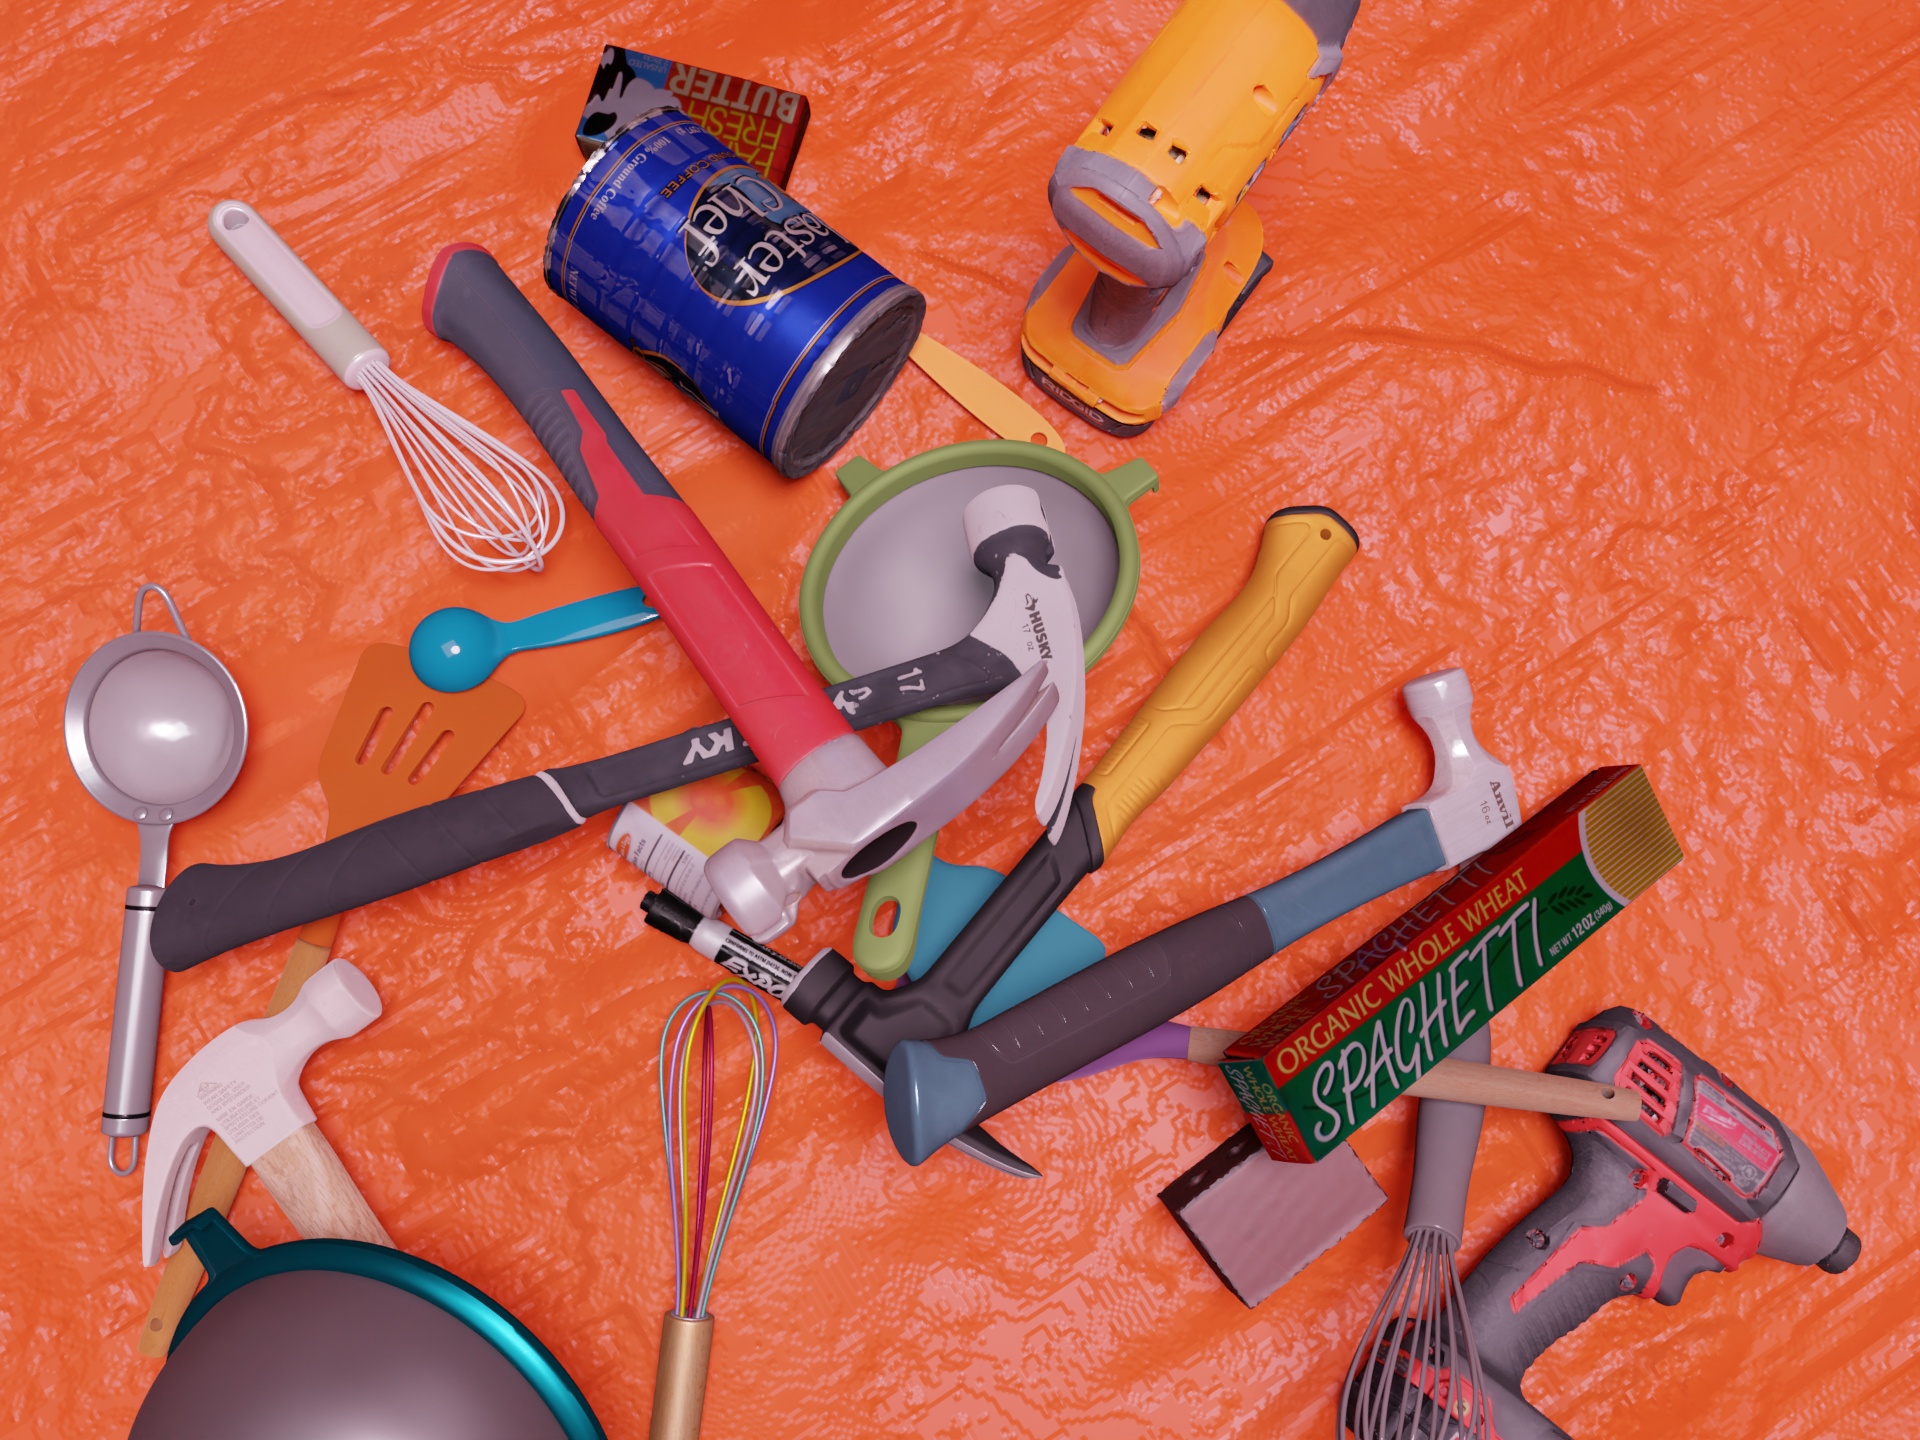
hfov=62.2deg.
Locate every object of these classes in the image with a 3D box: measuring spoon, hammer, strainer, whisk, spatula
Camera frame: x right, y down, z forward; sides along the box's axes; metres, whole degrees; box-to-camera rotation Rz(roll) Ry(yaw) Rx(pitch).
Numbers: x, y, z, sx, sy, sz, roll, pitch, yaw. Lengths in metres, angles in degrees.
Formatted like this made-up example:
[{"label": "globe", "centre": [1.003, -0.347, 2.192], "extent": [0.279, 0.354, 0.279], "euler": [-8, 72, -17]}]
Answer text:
[{"label": "measuring spoon", "centre": [-0.192, -0.047, 0.732], "extent": [0.128, 0.021, 0.042], "euler": [-15, 67, -6]}, {"label": "hammer", "centre": [-0.218, 0.270, 0.657], "extent": [0.130, 0.031, 0.331], "euler": [-36, 85, -4]}, {"label": "strainer", "centre": [-0.176, 0.324, 0.572], "extent": [0.340, 0.095, 0.211], "euler": [15, 109, 14]}, {"label": "whisk", "centre": [-0.272, -0.158, 0.741], "extent": [0.058, 0.059, 0.246], "euler": [-40, 79, -19]}, {"label": "hammer", "centre": [-0.119, -0.093, 0.661], "extent": [0.143, 0.038, 0.387], "euler": [-36, 60, -4]}, {"label": "measuring spoon", "centre": [0.003, -0.161, 0.767], "extent": [0.117, 0.011, 0.021], "euler": [38, 82, 1]}, {"label": "whisk", "centre": [0.194, 0.208, 0.643], "extent": [0.055, 0.055, 0.239], "euler": [23, 48, 2]}, {"label": "hammer", "centre": [-0.144, 0.031, 0.647], "extent": [0.409, 0.036, 0.149], "euler": [-18, 59, 8]}, {"label": "hammer", "centre": [0.111, 0.089, 0.657], "extent": [0.331, 0.033, 0.128], "euler": [-22, 93, -27]}, {"label": "hammer", "centre": [0.077, 0.034, 0.695], "extent": [0.127, 0.034, 0.337], "euler": [39, 72, 6]}, {"label": "strainer", "centre": [-0.358, 0.070, 0.704], "extent": [0.087, 0.050, 0.258], "euler": [4, 86, 6]}, {"label": "spatula", "centre": [0.123, 0.143, 0.679], "extent": [0.316, 0.018, 0.060], "euler": [6, 49, 10]}, {"label": "whisk", "centre": [-0.116, 0.233, 0.681], "extent": [0.051, 0.047, 0.245], "euler": [7, 84, -1]}, {"label": "spatula", "centre": [-0.061, 0.003, 0.715], "extent": [0.082, 0.044, 0.317], "euler": [-35, 85, -15]}, {"label": "strainer", "centre": [-0.001, -0.002, 0.684], "extent": [0.151, 0.069, 0.257], "euler": [3, 61, 17]}, {"label": "spatula", "centre": [-0.291, 0.122, 0.706], "extent": [0.081, 0.041, 0.322], "euler": [20, 85, 3]}]

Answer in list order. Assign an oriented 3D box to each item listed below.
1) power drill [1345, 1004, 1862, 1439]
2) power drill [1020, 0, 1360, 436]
[{"label": "power drill", "centre": [0.276, 0.247, 0.674], "extent": [0.143, 0.078, 0.220], "euler": [38, 79, 4]}, {"label": "power drill", "centre": [0.098, -0.224, 0.668], "extent": [0.084, 0.226, 0.164], "euler": [36, 81, 4]}]
